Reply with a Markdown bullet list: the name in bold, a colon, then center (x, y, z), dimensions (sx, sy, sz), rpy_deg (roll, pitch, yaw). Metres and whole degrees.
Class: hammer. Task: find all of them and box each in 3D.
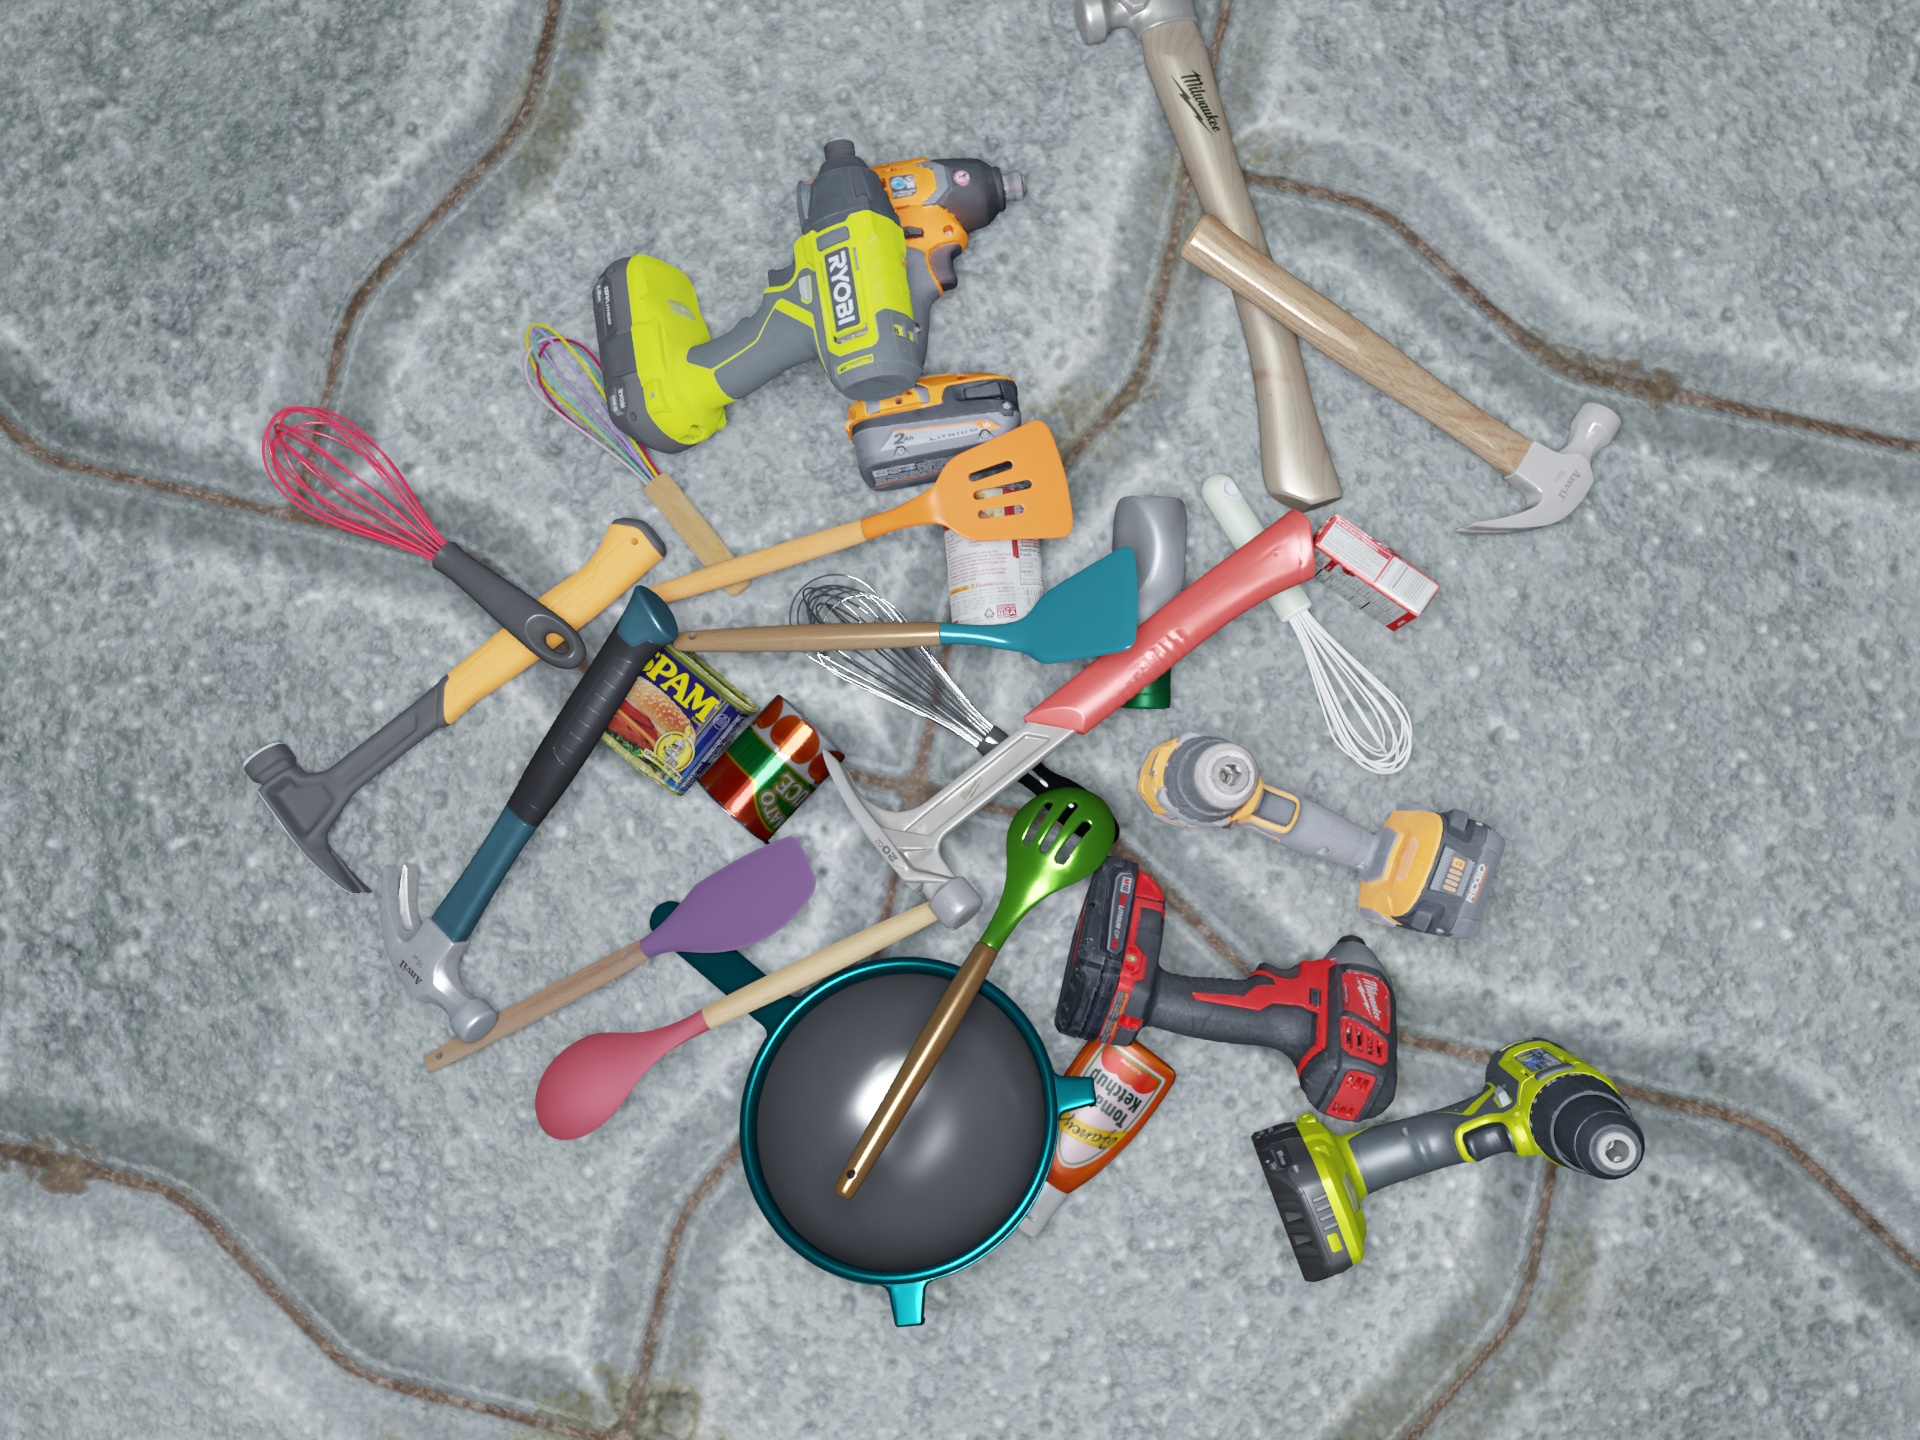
- **hammer**: center (-0.292, 0.054, 1.091), dimensions (0.128, 0.033, 0.331), rpy_deg (39, 101, 20)
- **hammer**: center (0.208, -0.352, 1.145), dimensions (0.146, 0.038, 0.411), rpy_deg (-16, 86, -1)
- **hammer**: center (-0.345, -0.023, 1.139), dimensions (0.337, 0.034, 0.127), rpy_deg (-39, 83, -1)
- **hammer**: center (0.296, -0.244, 1.110), dimensions (0.331, 0.031, 0.130), rpy_deg (33, 81, -3)
- **hammer**: center (0.085, -0.026, 1.062), dimensions (0.359, 0.036, 0.149), rpy_deg (-38, 72, -2)

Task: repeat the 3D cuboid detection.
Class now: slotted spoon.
- **slotted spoon**: center (0.007, 0.171, 1.040), dimensions (0.070, 0.031, 0.314), rpy_deg (26, 73, 21)

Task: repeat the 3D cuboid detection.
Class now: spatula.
- **spatula**: center (-0.240, 0.172, 1.106), dimensions (0.316, 0.018, 0.060), rpy_deg (-28, 71, 9)
- **spatula**: center (-0.084, -0.124, 1.099), dimensions (0.322, 0.041, 0.081), rpy_deg (-15, 90, 19)
- **spatula**: center (-0.040, -0.065, 1.059), dimensions (0.317, 0.044, 0.082), rpy_deg (-2, 58, 8)

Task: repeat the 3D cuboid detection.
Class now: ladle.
- **ladle**: center (-0.145, 0.190, 1.062), dimensions (0.315, 0.031, 0.069), rpy_deg (-26, 51, -2)

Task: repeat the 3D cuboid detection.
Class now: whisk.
- **whisk**: center (-0.235, -0.188, 1.150), dimensions (0.047, 0.051, 0.245), rpy_deg (-39, 89, 22)
- **whisk**: center (0.240, -0.069, 1.120), dimensions (0.058, 0.059, 0.246), rpy_deg (-24, 79, -37)
- **whisk**: center (-0.002, -0.003, 1.118), dimensions (0.284, 0.070, 0.070), rpy_deg (39, 88, 0)
- **whisk**: center (-0.379, -0.127, 1.122), dimensions (0.296, 0.073, 0.073), rpy_deg (36, 88, 9)

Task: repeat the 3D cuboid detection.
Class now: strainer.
- **strainer**: center (-0.082, 0.239, 1.092), dimensions (0.341, 0.095, 0.211), rpy_deg (35, 75, 25)

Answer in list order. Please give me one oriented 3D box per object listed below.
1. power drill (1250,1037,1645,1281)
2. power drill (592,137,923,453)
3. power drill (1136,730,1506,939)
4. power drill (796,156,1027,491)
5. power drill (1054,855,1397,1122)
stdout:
- **power drill**: center (0.312, 0.278, 1.019), dimensions (0.228, 0.190, 0.080), rpy_deg (-21, 88, 5)
- **power drill**: center (-0.138, -0.283, 1.084), dimensions (0.223, 0.080, 0.171), rpy_deg (-13, 82, 28)
- **power drill**: center (0.232, 0.068, 1.039), dimensions (0.226, 0.185, 0.084), rpy_deg (22, 85, 0)
- **power drill**: center (-0.019, -0.290, 1.127), dimensions (0.164, 0.084, 0.226), rpy_deg (-11, 81, 1)
- **power drill**: center (0.183, 0.175, 1.062), dimensions (0.219, 0.143, 0.078), rpy_deg (16, 128, 3)
